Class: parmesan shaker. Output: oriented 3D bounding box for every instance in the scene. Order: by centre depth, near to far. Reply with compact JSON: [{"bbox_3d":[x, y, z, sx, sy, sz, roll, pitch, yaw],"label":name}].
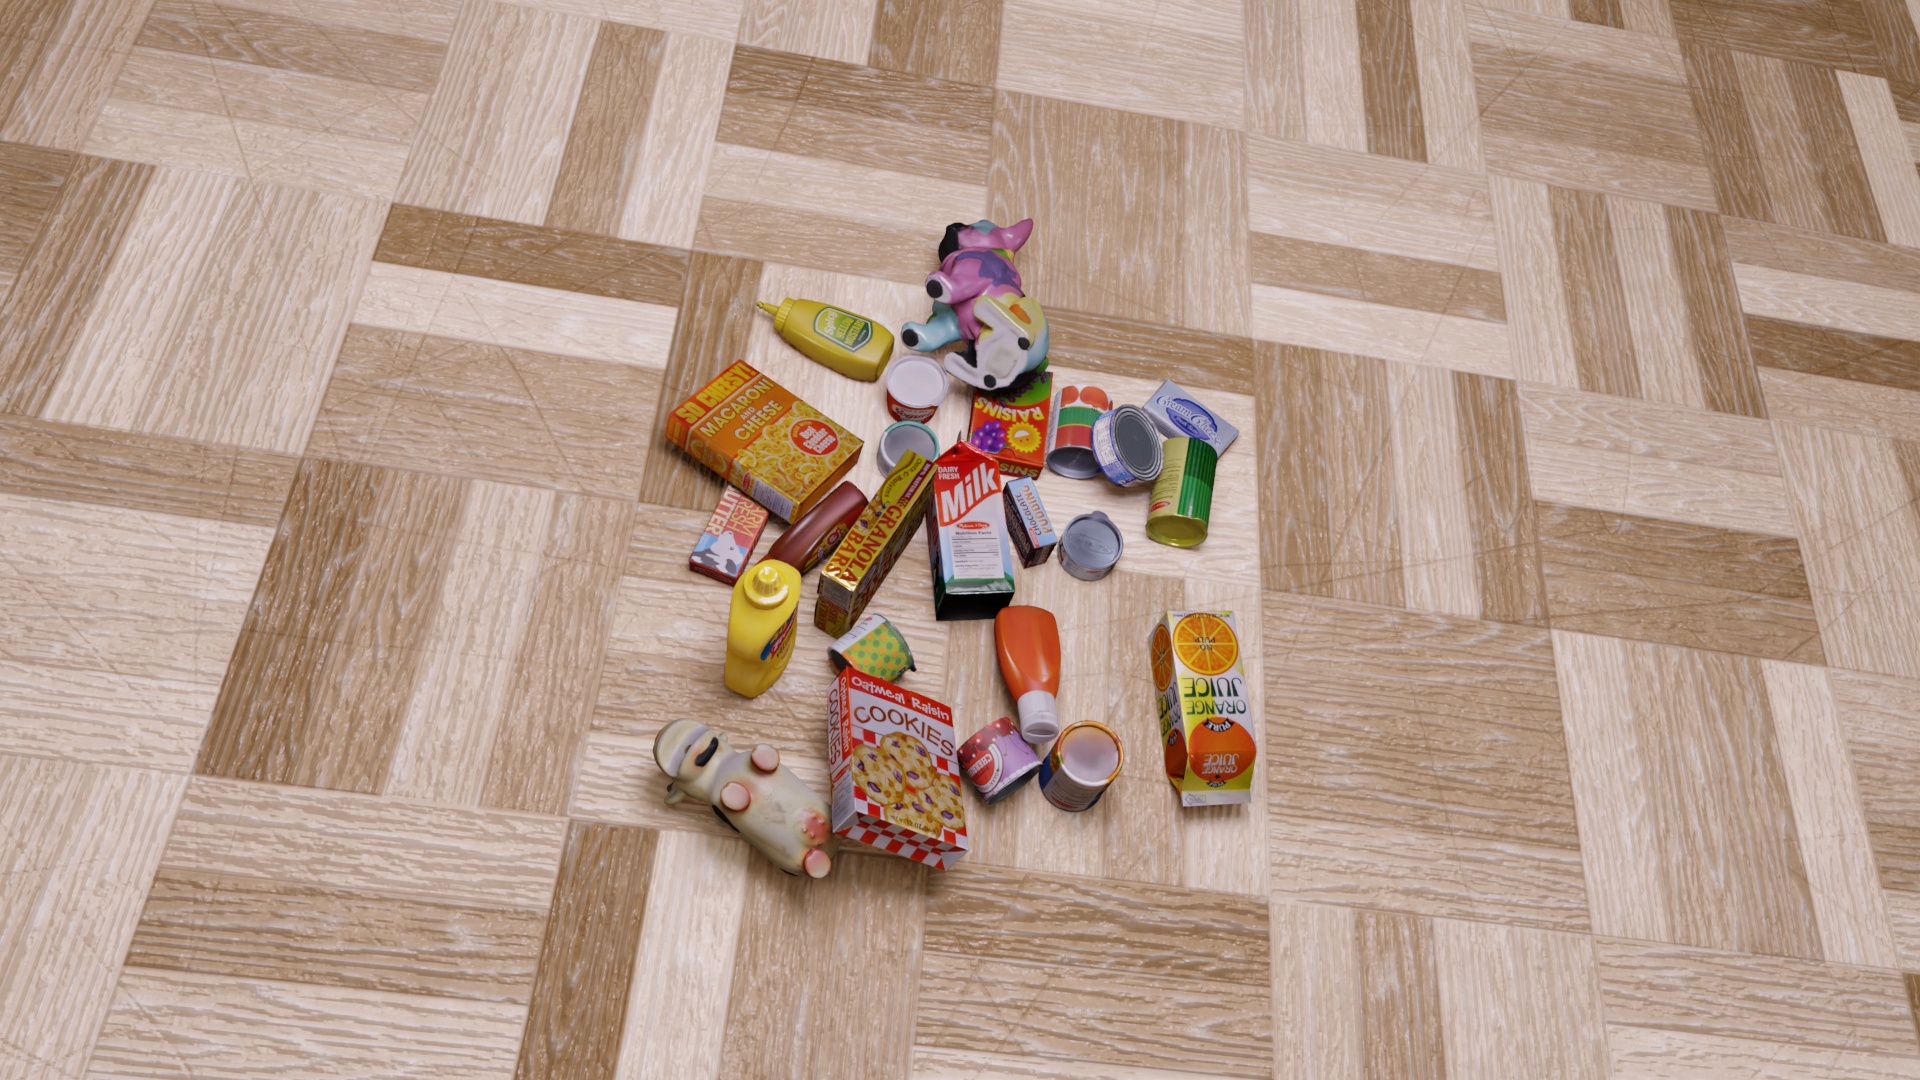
[{"bbox_3d":[0.242,-0.053,1.501,0.071,0.071,0.103,15,61,-2],"label":"parmesan shaker"}]

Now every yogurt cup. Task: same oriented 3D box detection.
[{"bbox_3d":[-0.050,-0.161,1.515,0.072,0.053,0.073,4,62,-8],"label":"yogurt cup"}]

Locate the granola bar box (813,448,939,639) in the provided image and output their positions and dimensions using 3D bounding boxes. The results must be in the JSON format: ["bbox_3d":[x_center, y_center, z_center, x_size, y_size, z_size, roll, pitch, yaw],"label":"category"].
[{"bbox_3d":[-0.086,0.005,1.381,0.039,0.123,0.166,30,62,6],"label":"granola bar box"}]

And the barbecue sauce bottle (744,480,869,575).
[{"bbox_3d":[-0.157,0.004,1.407,0.149,0.064,0.044,-42,74,-17],"label":"barbecue sauce bottle"}]

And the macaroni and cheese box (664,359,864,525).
[{"bbox_3d":[-0.204,-0.105,1.451,0.166,0.040,0.124,34,47,9],"label":"macaroni and cheese box"}]

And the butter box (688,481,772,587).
[{"bbox_3d":[-0.232,-0.008,1.419,0.053,0.024,0.104,22,61,1],"label":"butter box"}]

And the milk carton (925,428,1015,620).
[{"bbox_3d":[0.005,-0.018,1.440,0.073,0.072,0.191,-1,64,-11],"label":"milk carton"}]

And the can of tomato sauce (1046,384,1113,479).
[{"bbox_3d":[0.133,-0.119,1.518,0.071,0.071,0.083,11,61,-4],"label":"can of tomato sauce"}]

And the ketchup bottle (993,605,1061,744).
[{"bbox_3d":[0.070,0.130,1.363,0.065,0.043,0.149,7,42,-12],"label":"ketchup bottle"}]

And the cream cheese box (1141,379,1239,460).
[{"bbox_3d":[0.258,-0.132,1.571,0.104,0.024,0.053,38,62,10],"label":"cream cheese box"}]

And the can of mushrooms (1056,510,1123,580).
[{"bbox_3d":[0.138,0.006,1.473,0.071,0.033,0.071,4,62,-7],"label":"can of mushrooms"}]

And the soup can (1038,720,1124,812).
[{"bbox_3d":[0.116,0.214,1.331,0.071,0.083,0.071,4,62,-8],"label":"soup can"}]

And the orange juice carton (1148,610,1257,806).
[{"bbox_3d":[0.242,0.169,1.383,0.072,0.072,0.193,1,63,-10],"label":"orange juice carton"}]

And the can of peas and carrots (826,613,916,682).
[{"bbox_3d":[-0.087,0.116,1.357,0.059,0.070,0.071,-36,74,-23],"label":"can of peas and carrots"}]

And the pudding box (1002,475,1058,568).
[{"bbox_3d":[0.070,-0.020,1.465,0.030,0.049,0.084,-13,67,-18],"label":"pudding box"}]

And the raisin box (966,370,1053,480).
[{"bbox_3d":[0.053,-0.133,1.527,0.086,0.040,0.124,11,62,-5],"label":"raisin box"}]

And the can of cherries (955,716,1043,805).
[{"bbox_3d":[0.035,0.211,1.326,0.072,0.071,0.058,-29,71,-22],"label":"can of cherries"}]

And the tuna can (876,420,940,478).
[{"bbox_3d":[-0.053,-0.094,1.491,0.071,0.032,0.071,4,62,-8],"label":"tuna can"}]

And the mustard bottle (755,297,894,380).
[{"bbox_3d":[-0.155,-0.232,1.536,0.160,0.048,0.065,23,60,2],"label":"mustard bottle"}]

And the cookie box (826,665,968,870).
[{"bbox_3d":[-0.059,0.206,1.271,0.123,0.040,0.168,25,34,-27],"label":"cookie box"}]
